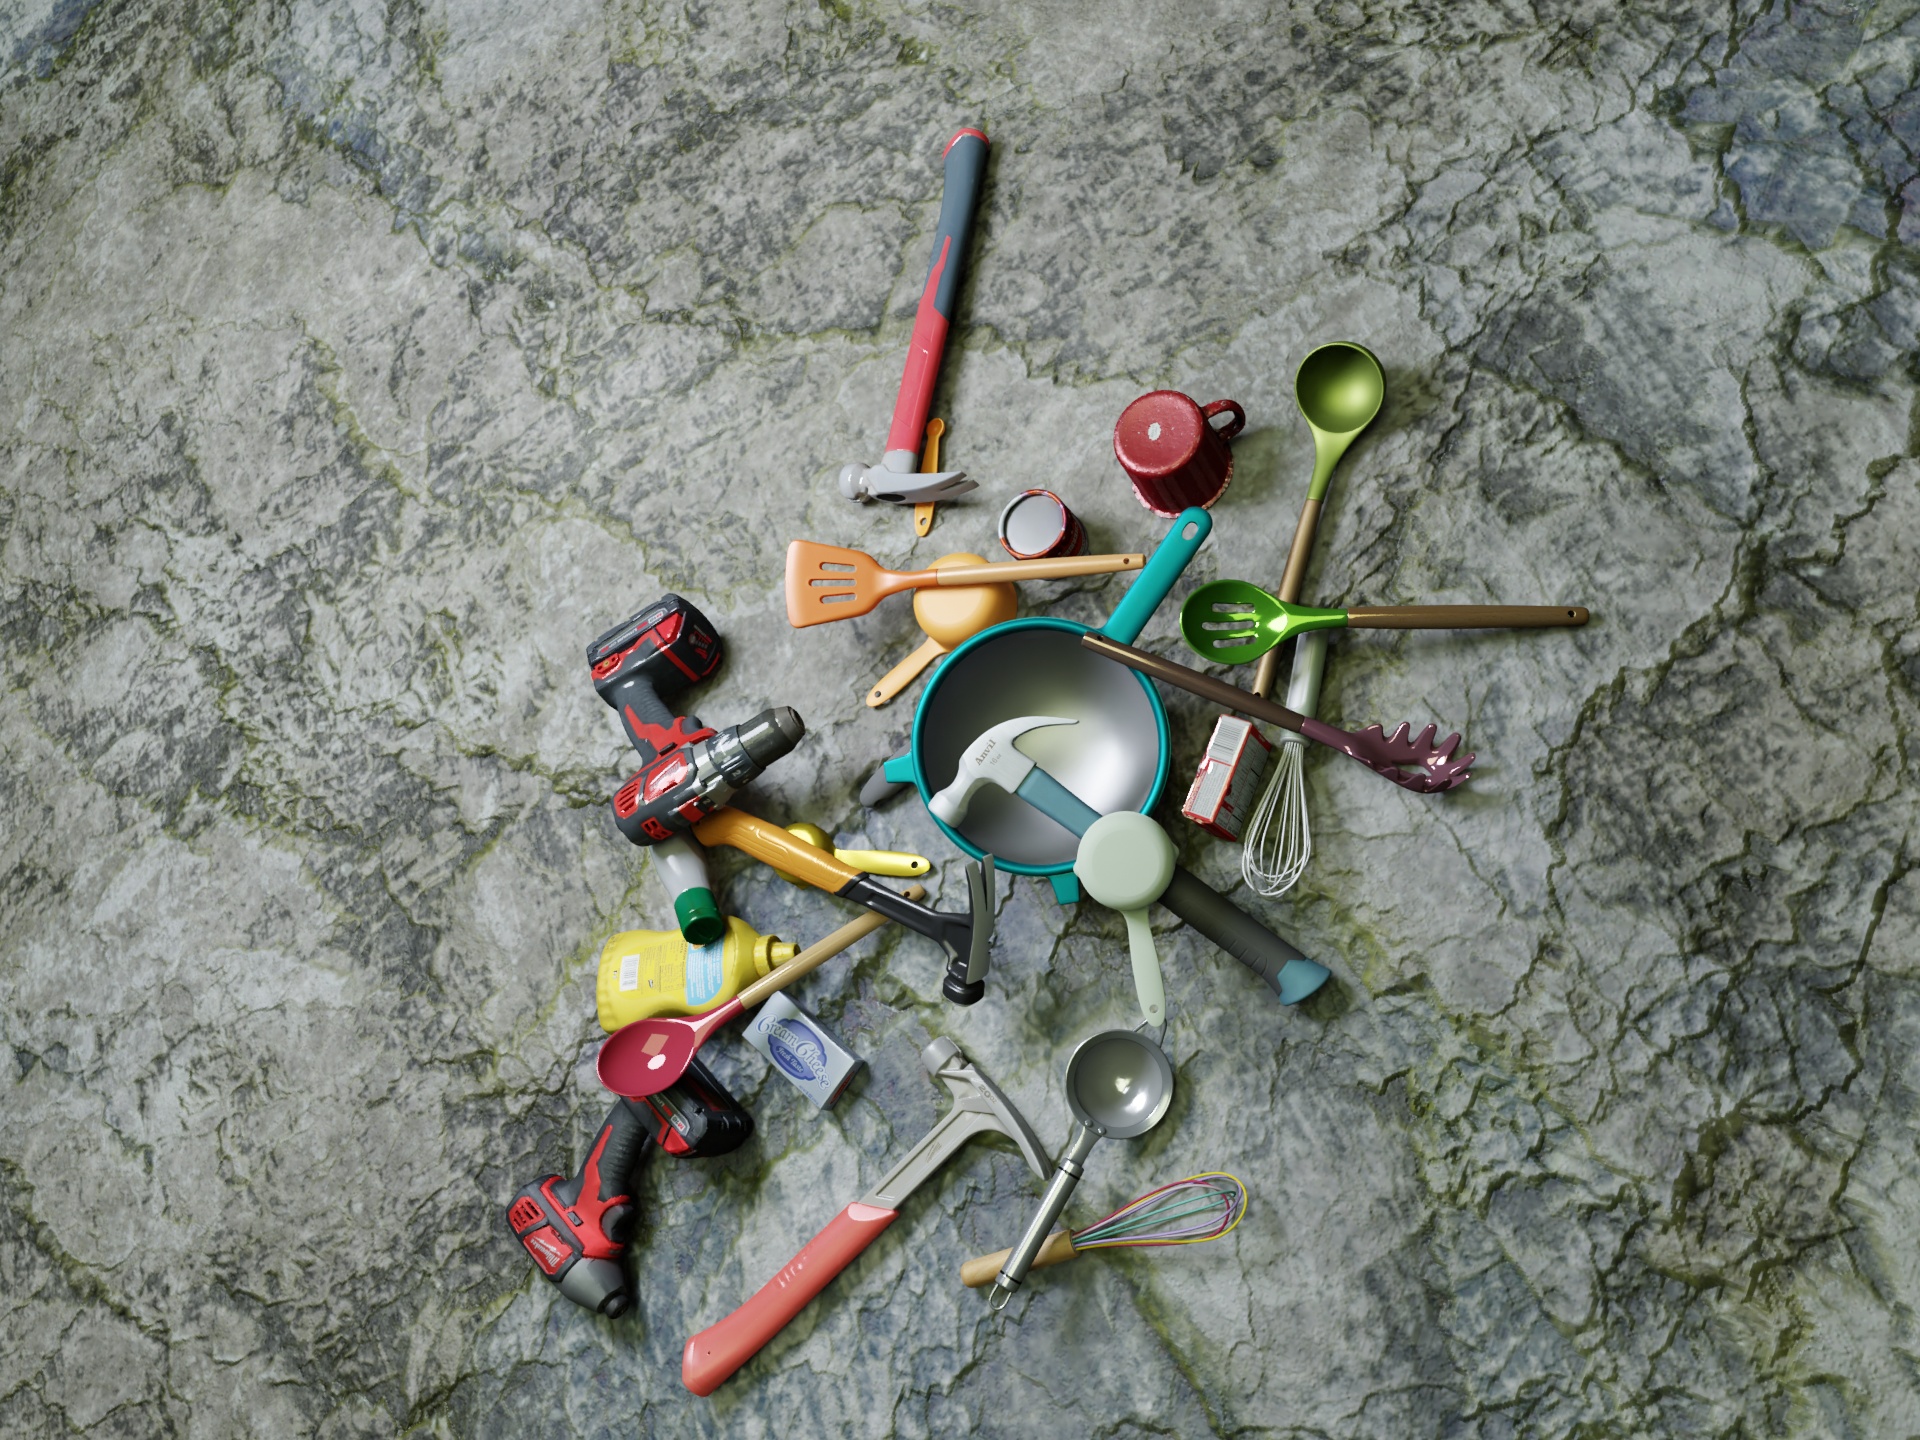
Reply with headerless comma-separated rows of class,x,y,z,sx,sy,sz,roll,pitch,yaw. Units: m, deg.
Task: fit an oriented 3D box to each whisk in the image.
whisk,-0.002,-0.004,1.401,0.239,0.055,0.055,-43,63,12
whisk,0.267,0.025,1.279,0.058,0.059,0.246,-6,66,50
whisk,0.109,0.403,1.237,0.245,0.051,0.047,-23,73,19

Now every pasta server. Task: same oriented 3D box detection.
pasta server,0.245,-0.012,1.251,0.316,0.040,0.060,22,47,7

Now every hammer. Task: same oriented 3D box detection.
hammer,0.143,0.115,1.251,0.331,0.033,0.128,36,91,7
hammer,-0.091,0.436,1.315,0.359,0.036,0.149,-45,63,5
hammer,-0.012,-0.390,1.514,0.143,0.038,0.386,3,74,35
hammer,-0.110,0.125,1.358,0.337,0.034,0.127,20,114,35

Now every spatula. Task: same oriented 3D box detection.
spatula,0.001,-0.127,1.380,0.322,0.041,0.081,-3,85,21

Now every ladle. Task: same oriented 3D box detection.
ladle,-0.166,0.226,1.365,0.315,0.031,0.069,-31,62,-9
ladle,0.284,-0.161,1.321,0.078,0.062,0.320,13,83,29

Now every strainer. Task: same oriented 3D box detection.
strainer,0.089,0.343,1.245,0.087,0.050,0.258,31,79,0
strainer,0.105,-0.029,1.329,0.211,0.095,0.340,35,89,7

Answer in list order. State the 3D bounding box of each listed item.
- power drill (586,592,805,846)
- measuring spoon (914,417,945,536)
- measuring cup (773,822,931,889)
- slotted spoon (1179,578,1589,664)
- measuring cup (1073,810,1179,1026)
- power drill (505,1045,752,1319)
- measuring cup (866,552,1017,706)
power drill,-0.245,-0.011,1.455,0.188,0.080,0.227,-31,49,9
measuring spoon,-0.028,-0.229,1.500,0.021,0.011,0.117,0,78,34
measuring cup,-0.101,0.122,1.414,0.156,0.029,0.062,2,76,26
slotted spoon,0.331,-0.079,1.255,0.314,0.031,0.070,0,81,8
measuring cup,0.134,0.152,1.213,0.083,0.038,0.167,-11,84,6
power drill,-0.291,0.404,1.391,0.143,0.078,0.219,41,96,27
measuring cup,-0.029,-0.078,1.430,0.173,0.052,0.095,-42,63,4
